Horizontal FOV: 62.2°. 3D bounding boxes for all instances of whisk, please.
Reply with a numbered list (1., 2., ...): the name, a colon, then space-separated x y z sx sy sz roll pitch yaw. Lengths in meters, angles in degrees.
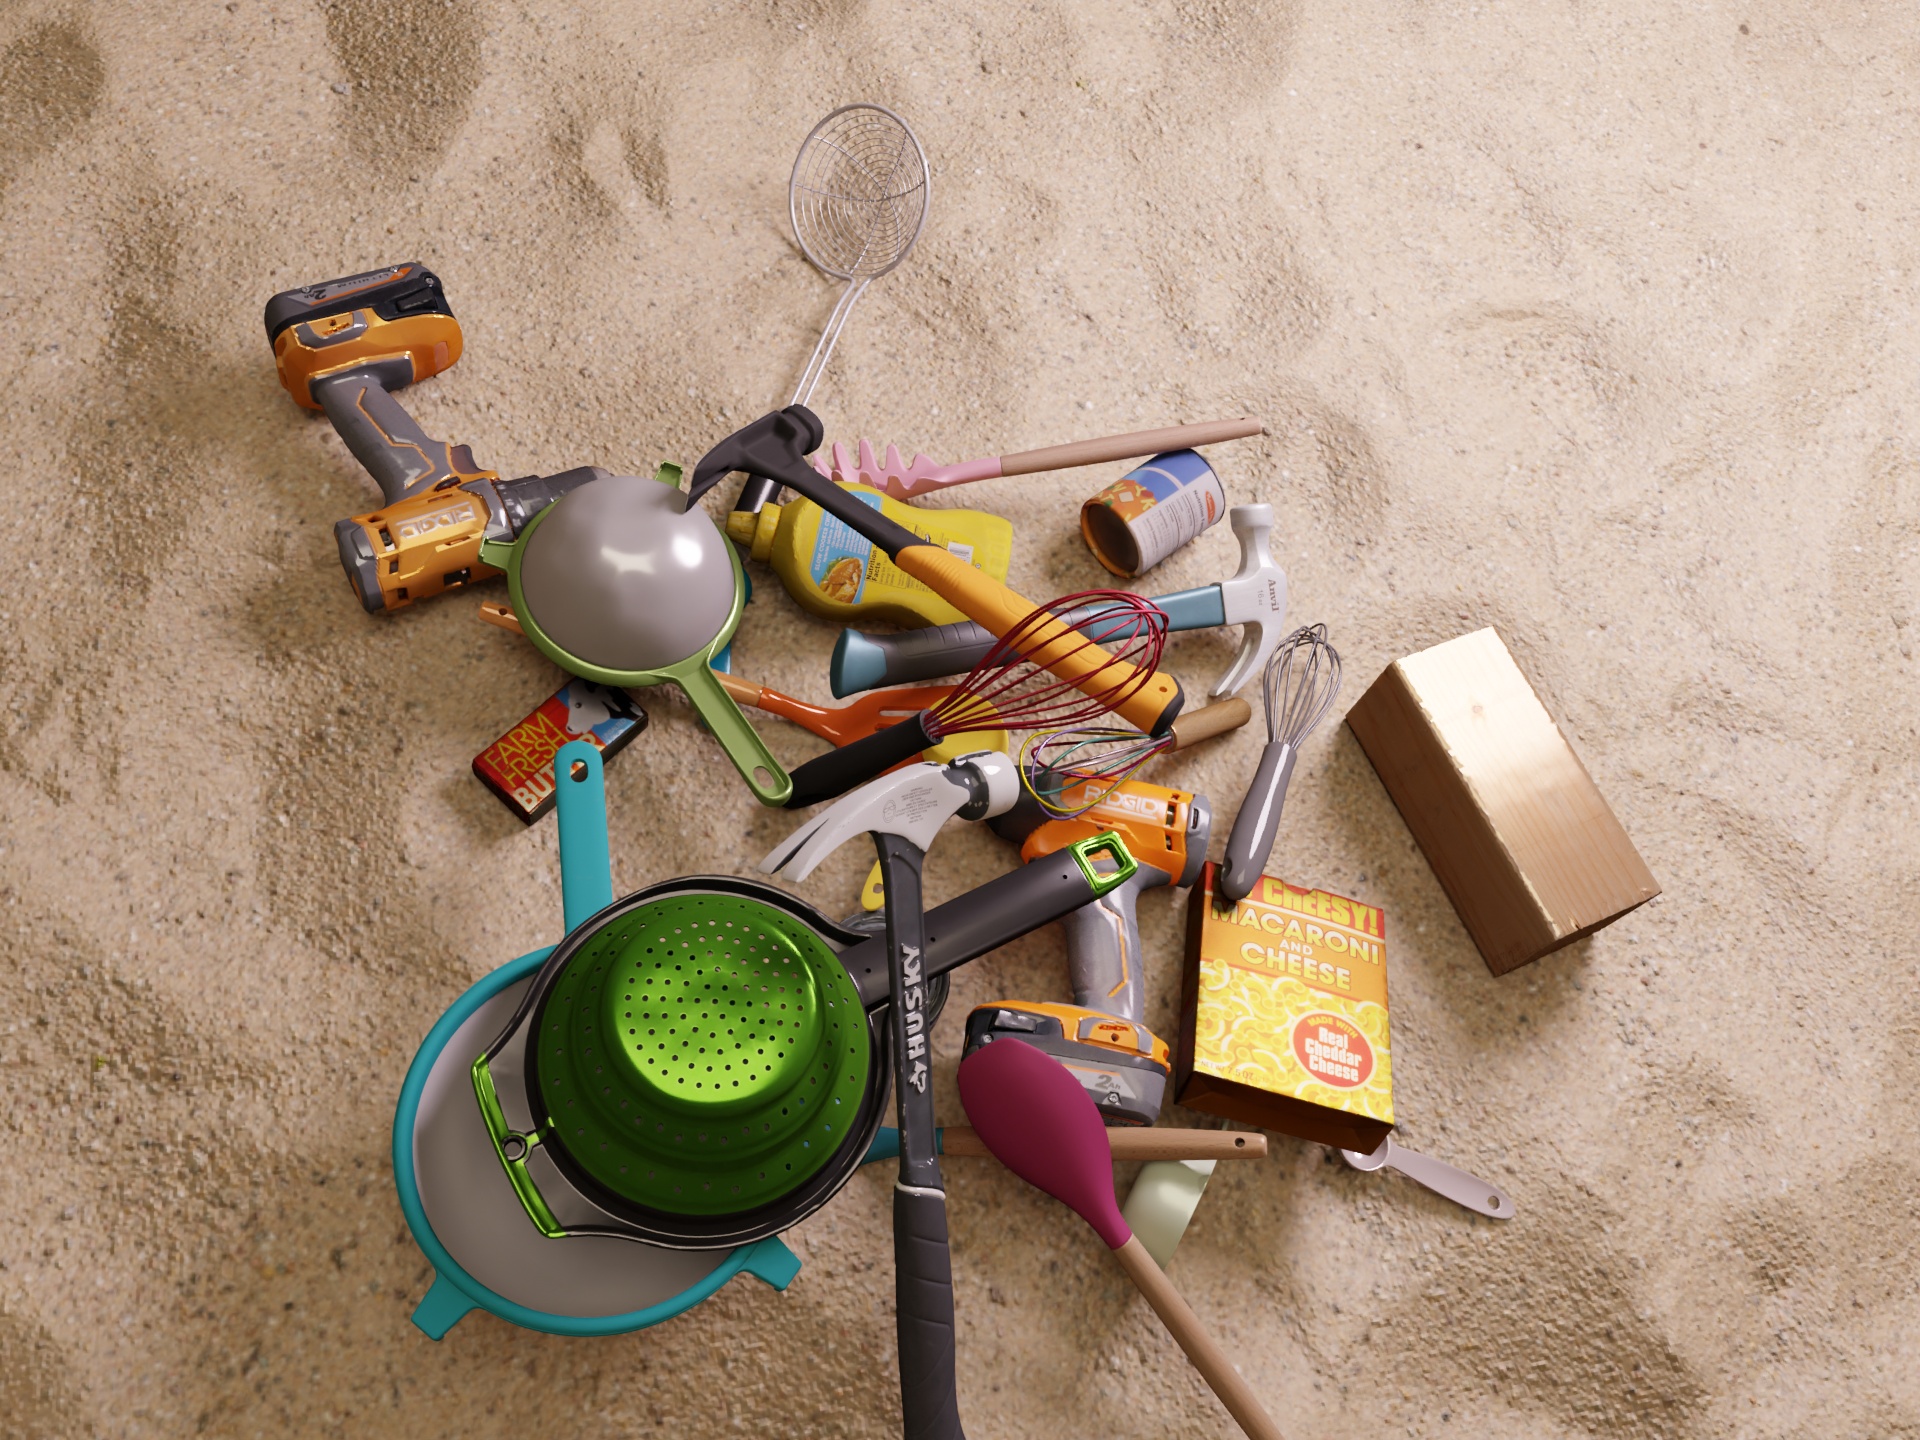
1. whisk: 0.117 0.012 1.018 0.047 0.051 0.245 39 33 27
2. whisk: 0.210 0.024 1.061 0.055 0.055 0.239 24 54 2
3. whisk: -0.002 -0.003 0.956 0.073 0.296 0.073 36 41 -39

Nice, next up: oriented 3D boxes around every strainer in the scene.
1. strainer: -0.177 -0.060 0.992 0.151 0.069 0.256 -29 74 -27
2. strainer: -0.209 0.179 0.909 0.211 0.095 0.341 -3 60 -14

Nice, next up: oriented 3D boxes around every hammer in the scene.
1. hammer: -0.025 0.226 0.818 0.149 0.036 0.409 -13 105 -42
2. hammer: -0.011 -0.088 0.998 0.337 0.034 0.127 33 41 11
3. hammer: 0.071 -0.062 1.064 0.331 0.033 0.128 -10 95 -19

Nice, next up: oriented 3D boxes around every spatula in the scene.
1. spatula: 0.014 0.241 0.910 0.317 0.044 0.082 -3 63 13
2. spatula: -0.152 -0.027 1.034 0.322 0.041 0.081 17 62 -9

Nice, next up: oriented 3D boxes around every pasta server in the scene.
1. pasta server: 0.055 -0.191 1.124 0.316 0.040 0.060 -9 32 2

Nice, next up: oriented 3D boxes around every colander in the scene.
1. colander: -0.061 0.133 0.857 0.397 0.094 0.205 -23 68 -23

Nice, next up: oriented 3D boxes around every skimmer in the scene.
1. skimmer: -0.116 -0.286 1.150 0.127 0.090 0.363 4 61 30

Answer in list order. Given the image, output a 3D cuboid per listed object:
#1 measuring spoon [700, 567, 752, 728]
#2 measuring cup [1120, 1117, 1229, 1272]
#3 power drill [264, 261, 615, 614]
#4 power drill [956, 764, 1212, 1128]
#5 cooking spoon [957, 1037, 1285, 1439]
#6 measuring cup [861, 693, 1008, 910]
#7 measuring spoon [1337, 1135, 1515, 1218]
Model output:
1. measuring spoon: -0.163 -0.055 1.067 0.042 0.021 0.129 4 64 -8
2. measuring cup: 0.136 0.251 0.953 0.038 0.083 0.168 24 47 12
3. power drill: -0.350 -0.196 1.074 0.185 0.084 0.226 -21 73 -21
4. power drill: 0.062 0.131 0.986 0.164 0.084 0.227 13 59 -1
5. cooking spoon: 0.104 0.308 0.881 0.068 0.017 0.319 -34 95 18
6. measuring cup: -0.022 0.049 0.995 0.062 0.029 0.156 22 65 20
7. measuring spoon: 0.287 0.282 0.988 0.124 0.018 0.034 26 63 -5
